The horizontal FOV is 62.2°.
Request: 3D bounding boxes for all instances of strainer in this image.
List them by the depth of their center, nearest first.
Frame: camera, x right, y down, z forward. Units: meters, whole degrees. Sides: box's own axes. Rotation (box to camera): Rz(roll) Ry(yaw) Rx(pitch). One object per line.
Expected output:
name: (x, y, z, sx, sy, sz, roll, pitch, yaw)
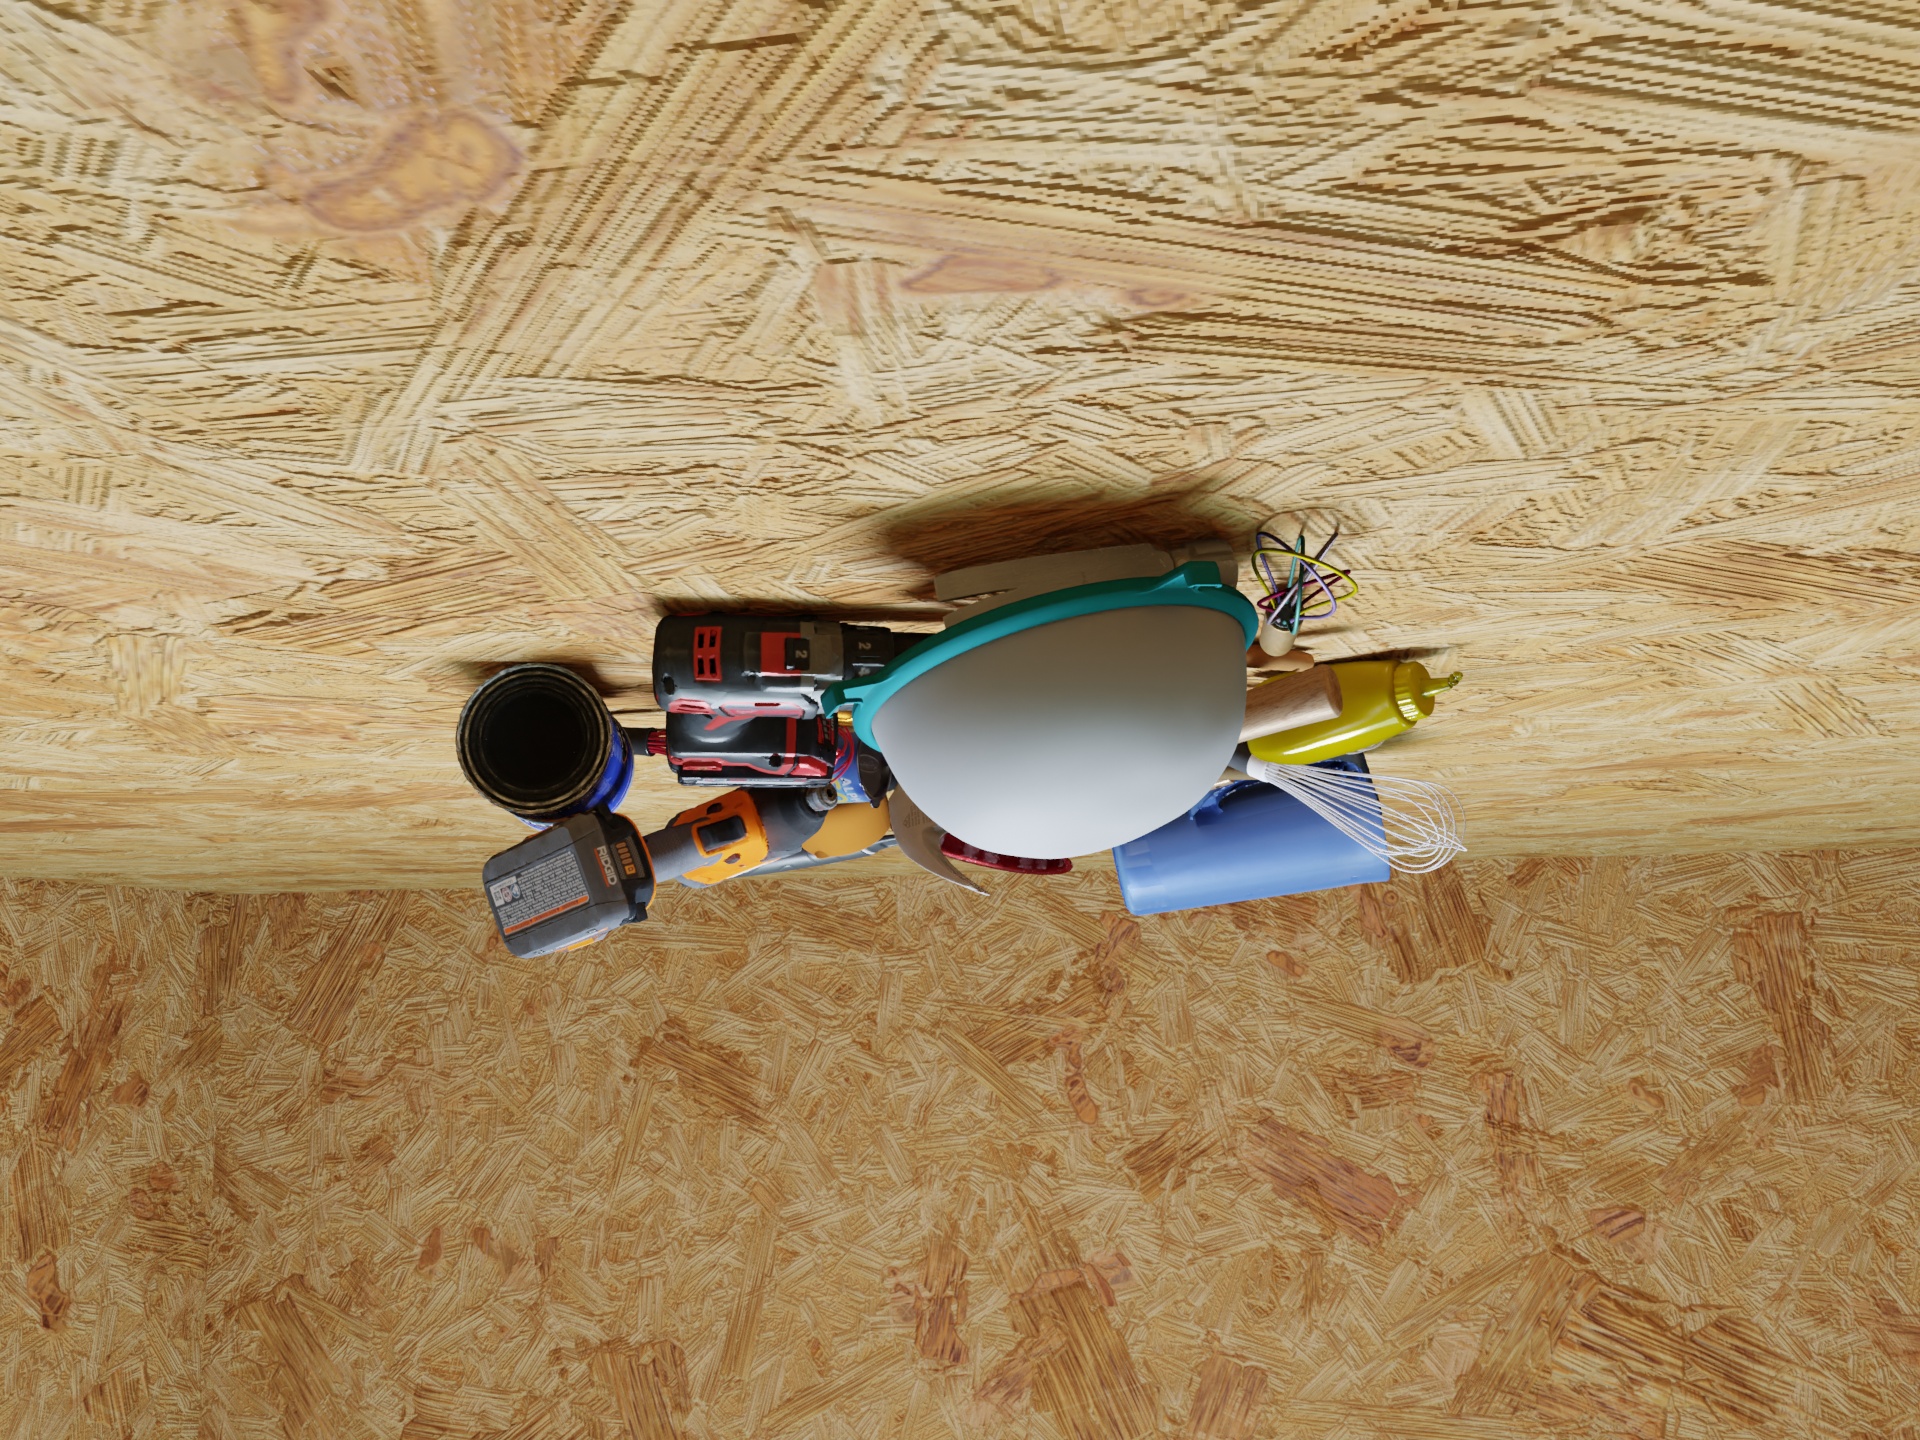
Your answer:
strainer: (0.076, 0.031, 0.853, 0.211, 0.095, 0.340, -18, 160, 12)

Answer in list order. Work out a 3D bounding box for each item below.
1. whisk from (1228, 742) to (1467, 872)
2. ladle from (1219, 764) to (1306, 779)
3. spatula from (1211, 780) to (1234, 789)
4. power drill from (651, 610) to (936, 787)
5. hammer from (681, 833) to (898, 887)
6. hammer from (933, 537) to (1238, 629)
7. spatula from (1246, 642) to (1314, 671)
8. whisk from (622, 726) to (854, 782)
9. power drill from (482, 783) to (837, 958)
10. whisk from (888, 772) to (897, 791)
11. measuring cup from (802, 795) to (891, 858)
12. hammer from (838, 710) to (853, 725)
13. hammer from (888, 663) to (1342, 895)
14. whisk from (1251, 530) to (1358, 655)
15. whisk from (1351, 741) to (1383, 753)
whisk: (0.258, 0.046, 1.214, 0.070, 0.070, 0.285, 9, -169, -47)
ladle: (0.150, 0.051, 1.279, 0.320, 0.062, 0.078, 1, -176, -28)
spatula: (0.106, 0.085, 1.437, 0.316, 0.018, 0.059, -17, 160, 35)
power drill: (-0.101, -0.015, 1.008, 0.188, 0.080, 0.226, 1, 168, -12)
hammer: (-0.072, 0.118, 1.548, 0.409, 0.036, 0.149, -9, 158, 0)
hammer: (0.035, -0.008, 0.917, 0.149, 0.037, 0.359, -10, 162, -13)
spatula: (0.103, -0.040, 0.966, 0.322, 0.041, 0.081, 4, 157, -35)
whisk: (-0.224, 0.018, 1.245, 0.296, 0.073, 0.073, 2, 172, 15)
power drill: (-0.199, 0.090, 1.121, 0.164, 0.084, 0.226, -23, 175, 36)
whisk: (-0.067, 0.054, 1.516, 0.238, 0.055, 0.055, 13, 164, -42)
measuring cup: (-0.145, 0.068, 1.418, 0.174, 0.052, 0.095, 8, -142, 25)
hammer: (-0.002, -0.004, 1.198, 0.336, 0.034, 0.127, 4, 170, -26)
hammer: (0.095, 0.029, 1.069, 0.331, 0.130, 0.031, -18, 156, 27)
whisk: (0.180, -0.059, 0.858, 0.047, 0.051, 0.245, -8, 173, 7)
whisk: (0.209, -0.008, 1.184, 0.246, 0.058, 0.059, 4, 135, -12)
